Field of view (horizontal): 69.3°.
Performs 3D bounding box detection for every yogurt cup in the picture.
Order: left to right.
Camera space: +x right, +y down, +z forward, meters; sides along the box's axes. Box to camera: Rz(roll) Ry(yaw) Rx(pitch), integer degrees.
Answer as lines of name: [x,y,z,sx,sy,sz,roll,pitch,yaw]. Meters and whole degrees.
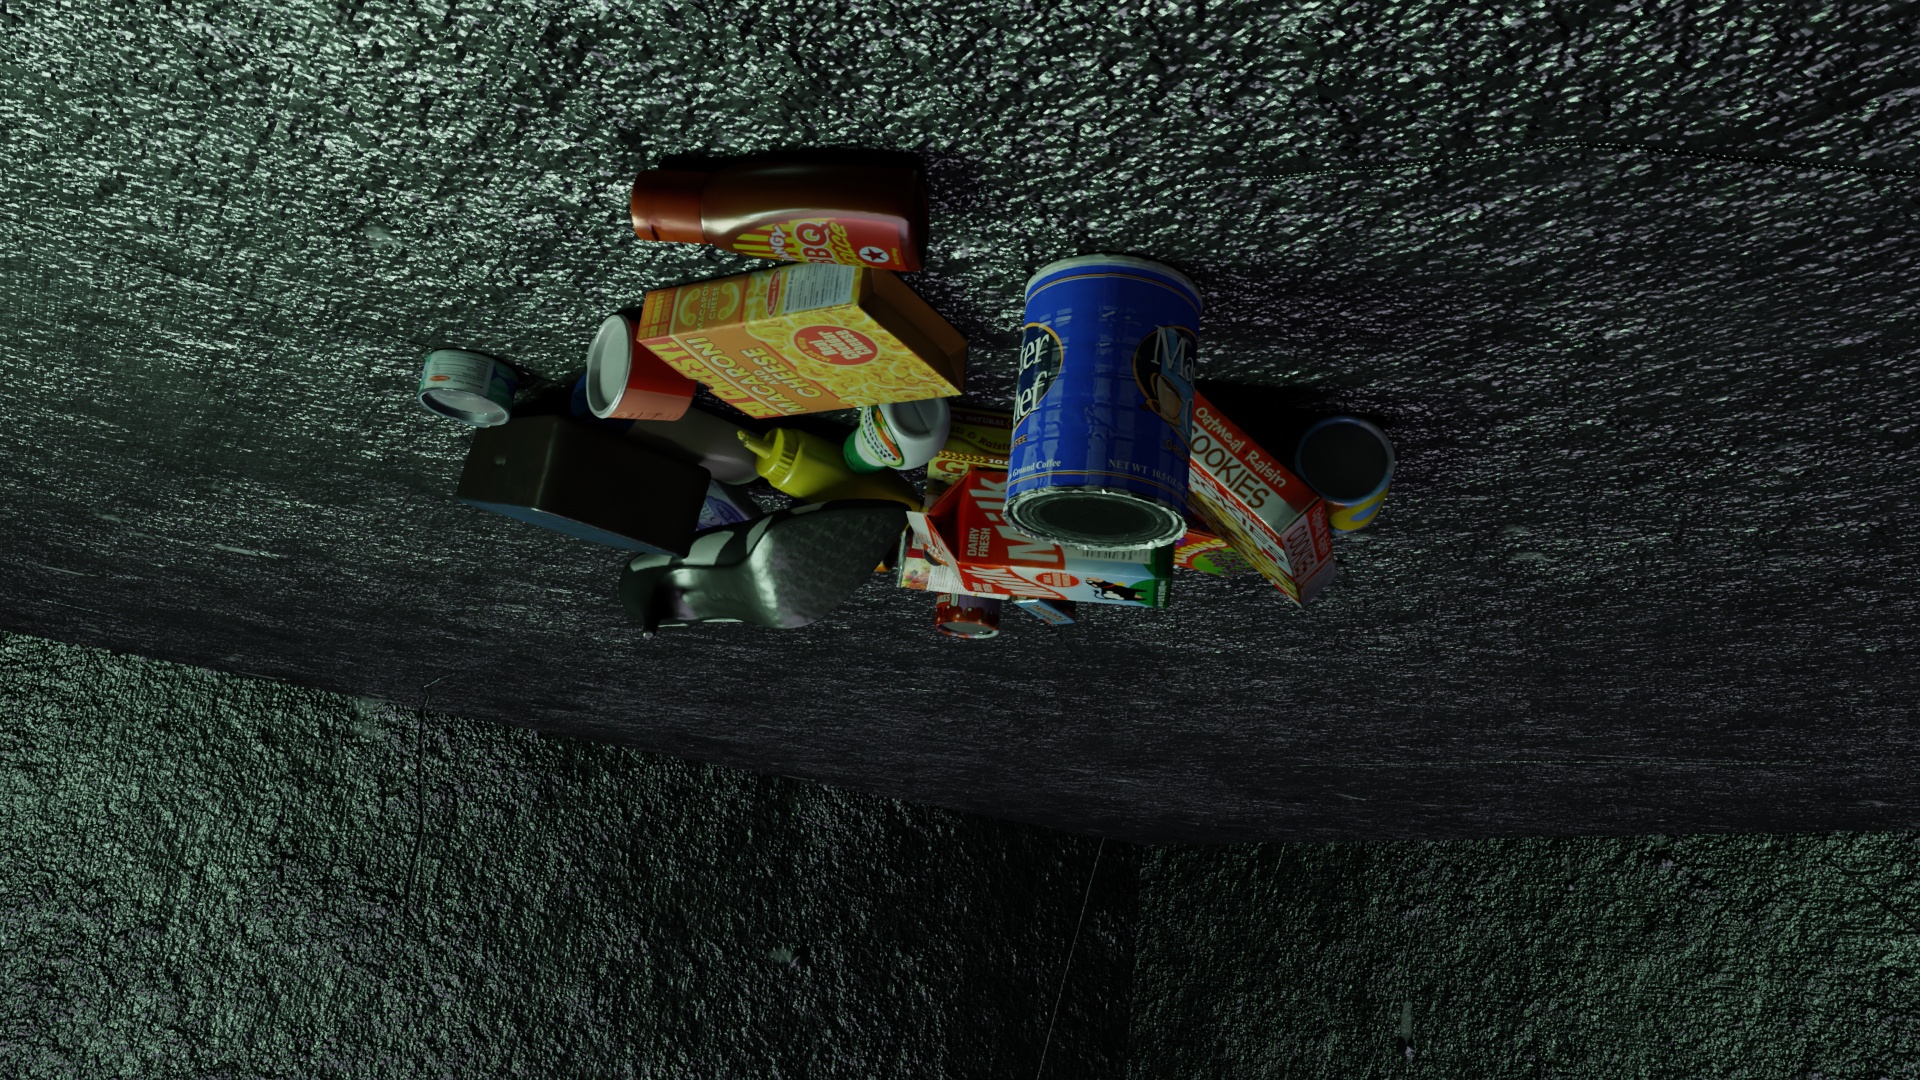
yogurt cup: [-0.208,-0.110,0.913,0.054,0.072,0.072,9,164,-36]

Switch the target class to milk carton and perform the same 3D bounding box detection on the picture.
milk carton: [0.059,-0.002,1.004,0.191,0.073,0.072,5,161,7]

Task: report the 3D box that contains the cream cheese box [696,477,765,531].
cream cheese box: [-0.199,-0.020,1.167,0.053,0.024,0.103,-25,122,26]

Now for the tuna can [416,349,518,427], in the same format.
tuna can: [-0.359,-0.110,1.015,0.071,0.033,0.071,6,162,2]

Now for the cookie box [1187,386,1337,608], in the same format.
cookie box: [0.196,-0.029,0.950,0.123,0.040,0.167,46,179,26]

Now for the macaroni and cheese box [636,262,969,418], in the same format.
macaroni and cheese box: [-0.097,-0.123,0.867,0.166,0.040,0.123,-4,159,30]

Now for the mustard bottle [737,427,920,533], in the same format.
mustard bottle: [-0.106,-0.051,1.063,0.160,0.048,0.065,24,-163,-35]

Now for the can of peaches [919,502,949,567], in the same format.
can of peaches: [0.004,-0.014,1.126,0.071,0.071,0.058,13,160,-19]

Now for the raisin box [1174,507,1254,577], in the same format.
raisin box: [0.190,-0.007,1.132,0.123,0.040,0.086,14,162,-19]

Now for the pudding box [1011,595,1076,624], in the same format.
pudding box: [0.081,0.047,1.325,0.030,0.050,0.083,-6,159,29]

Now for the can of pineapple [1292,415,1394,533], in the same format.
can of pineapple: [0.257,-0.044,0.943,0.071,0.071,0.057,3,161,11]

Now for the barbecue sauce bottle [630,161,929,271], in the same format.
barbecue sauce bottle: [-0.092,-0.169,0.715,0.148,0.044,0.064,5,163,6]

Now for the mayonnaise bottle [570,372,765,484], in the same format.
mayonnaise bottle: [-0.217,-0.083,1.038,0.148,0.041,0.064,23,160,-40]

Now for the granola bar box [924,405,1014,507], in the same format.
granola bar box: [0.059,-0.052,1.037,0.166,0.039,0.124,7,162,-1]

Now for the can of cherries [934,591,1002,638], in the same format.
can of cherries: [0.006,0.062,1.385,0.071,0.058,0.071,6,163,2]

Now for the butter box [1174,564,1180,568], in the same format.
butter box: [0.140,0.006,1.215,0.103,0.024,0.053,2,163,15]

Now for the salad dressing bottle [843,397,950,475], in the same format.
salad dressing bottle: [-0.049,-0.076,0.976,0.044,0.064,0.147,-28,-179,-19]

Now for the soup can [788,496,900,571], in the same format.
soup can: [-0.099,-0.007,1.196,0.084,0.071,0.071,2,162,14]
